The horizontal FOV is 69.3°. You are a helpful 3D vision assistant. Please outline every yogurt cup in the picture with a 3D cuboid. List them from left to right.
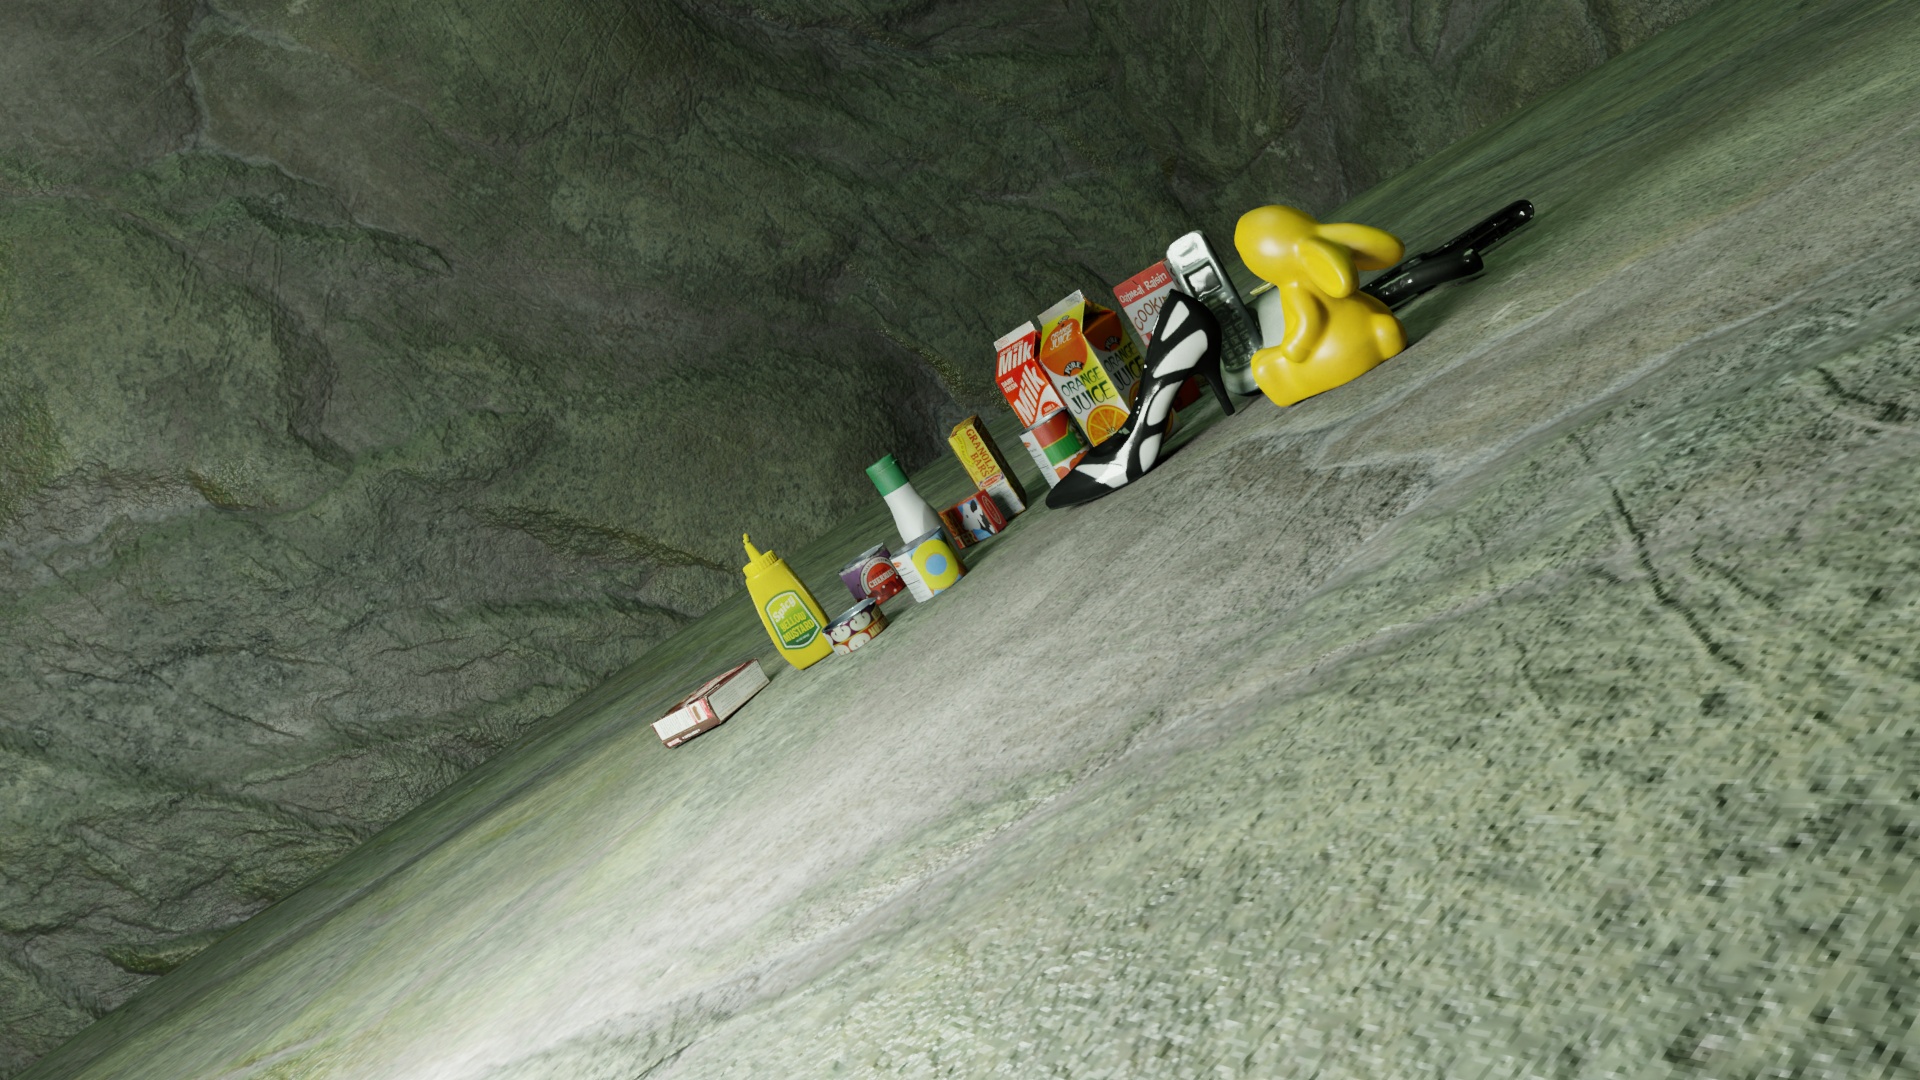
[{"bbox_3d":[0.262,-0.189,1.721,0.072,0.054,0.072,-32,7,4],"label":"yogurt cup"}]

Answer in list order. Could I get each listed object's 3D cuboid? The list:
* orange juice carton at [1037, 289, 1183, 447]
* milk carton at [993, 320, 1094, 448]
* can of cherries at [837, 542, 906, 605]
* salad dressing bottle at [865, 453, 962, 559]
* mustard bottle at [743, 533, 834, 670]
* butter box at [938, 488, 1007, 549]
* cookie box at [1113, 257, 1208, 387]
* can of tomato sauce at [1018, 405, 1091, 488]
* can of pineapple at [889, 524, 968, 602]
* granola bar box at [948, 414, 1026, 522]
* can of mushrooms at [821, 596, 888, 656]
[{"bbox_3d":[0.158,-0.183,1.547,0.071,0.192,0.073,-25,9,47],"label":"orange juice carton"},{"bbox_3d":[0.114,-0.182,1.749,0.072,0.190,0.074,-26,9,44],"label":"milk carton"},{"bbox_3d":[-0.105,0.044,1.674,0.071,0.058,0.071,-32,6,4],"label":"can of cherries"},{"bbox_3d":[-0.054,-0.029,1.593,0.044,0.147,0.064,-29,7,29],"label":"salad dressing bottle"},{"bbox_3d":[-0.197,0.063,1.520,0.065,0.160,0.049,-32,6,-1],"label":"mustard bottle"},{"bbox_3d":[0.006,-0.021,1.668,0.024,0.053,0.103,-38,9,-40],"label":"butter box"},{"bbox_3d":[0.280,-0.277,1.784,0.040,0.167,0.122,-35,7,-25],"label":"cookie box"},{"bbox_3d":[0.121,-0.110,1.662,0.071,0.083,0.071,-32,6,4],"label":"can of tomato sauce"},{"bbox_3d":[-0.032,0.024,1.491,0.071,0.058,0.071,-32,6,4],"label":"can of pineapple"},{"bbox_3d":[0.035,-0.092,1.746,0.039,0.124,0.166,-31,7,7],"label":"granola bar box"},{"bbox_3d":[-0.109,0.090,1.468,0.071,0.033,0.071,-32,7,4],"label":"can of mushrooms"}]
